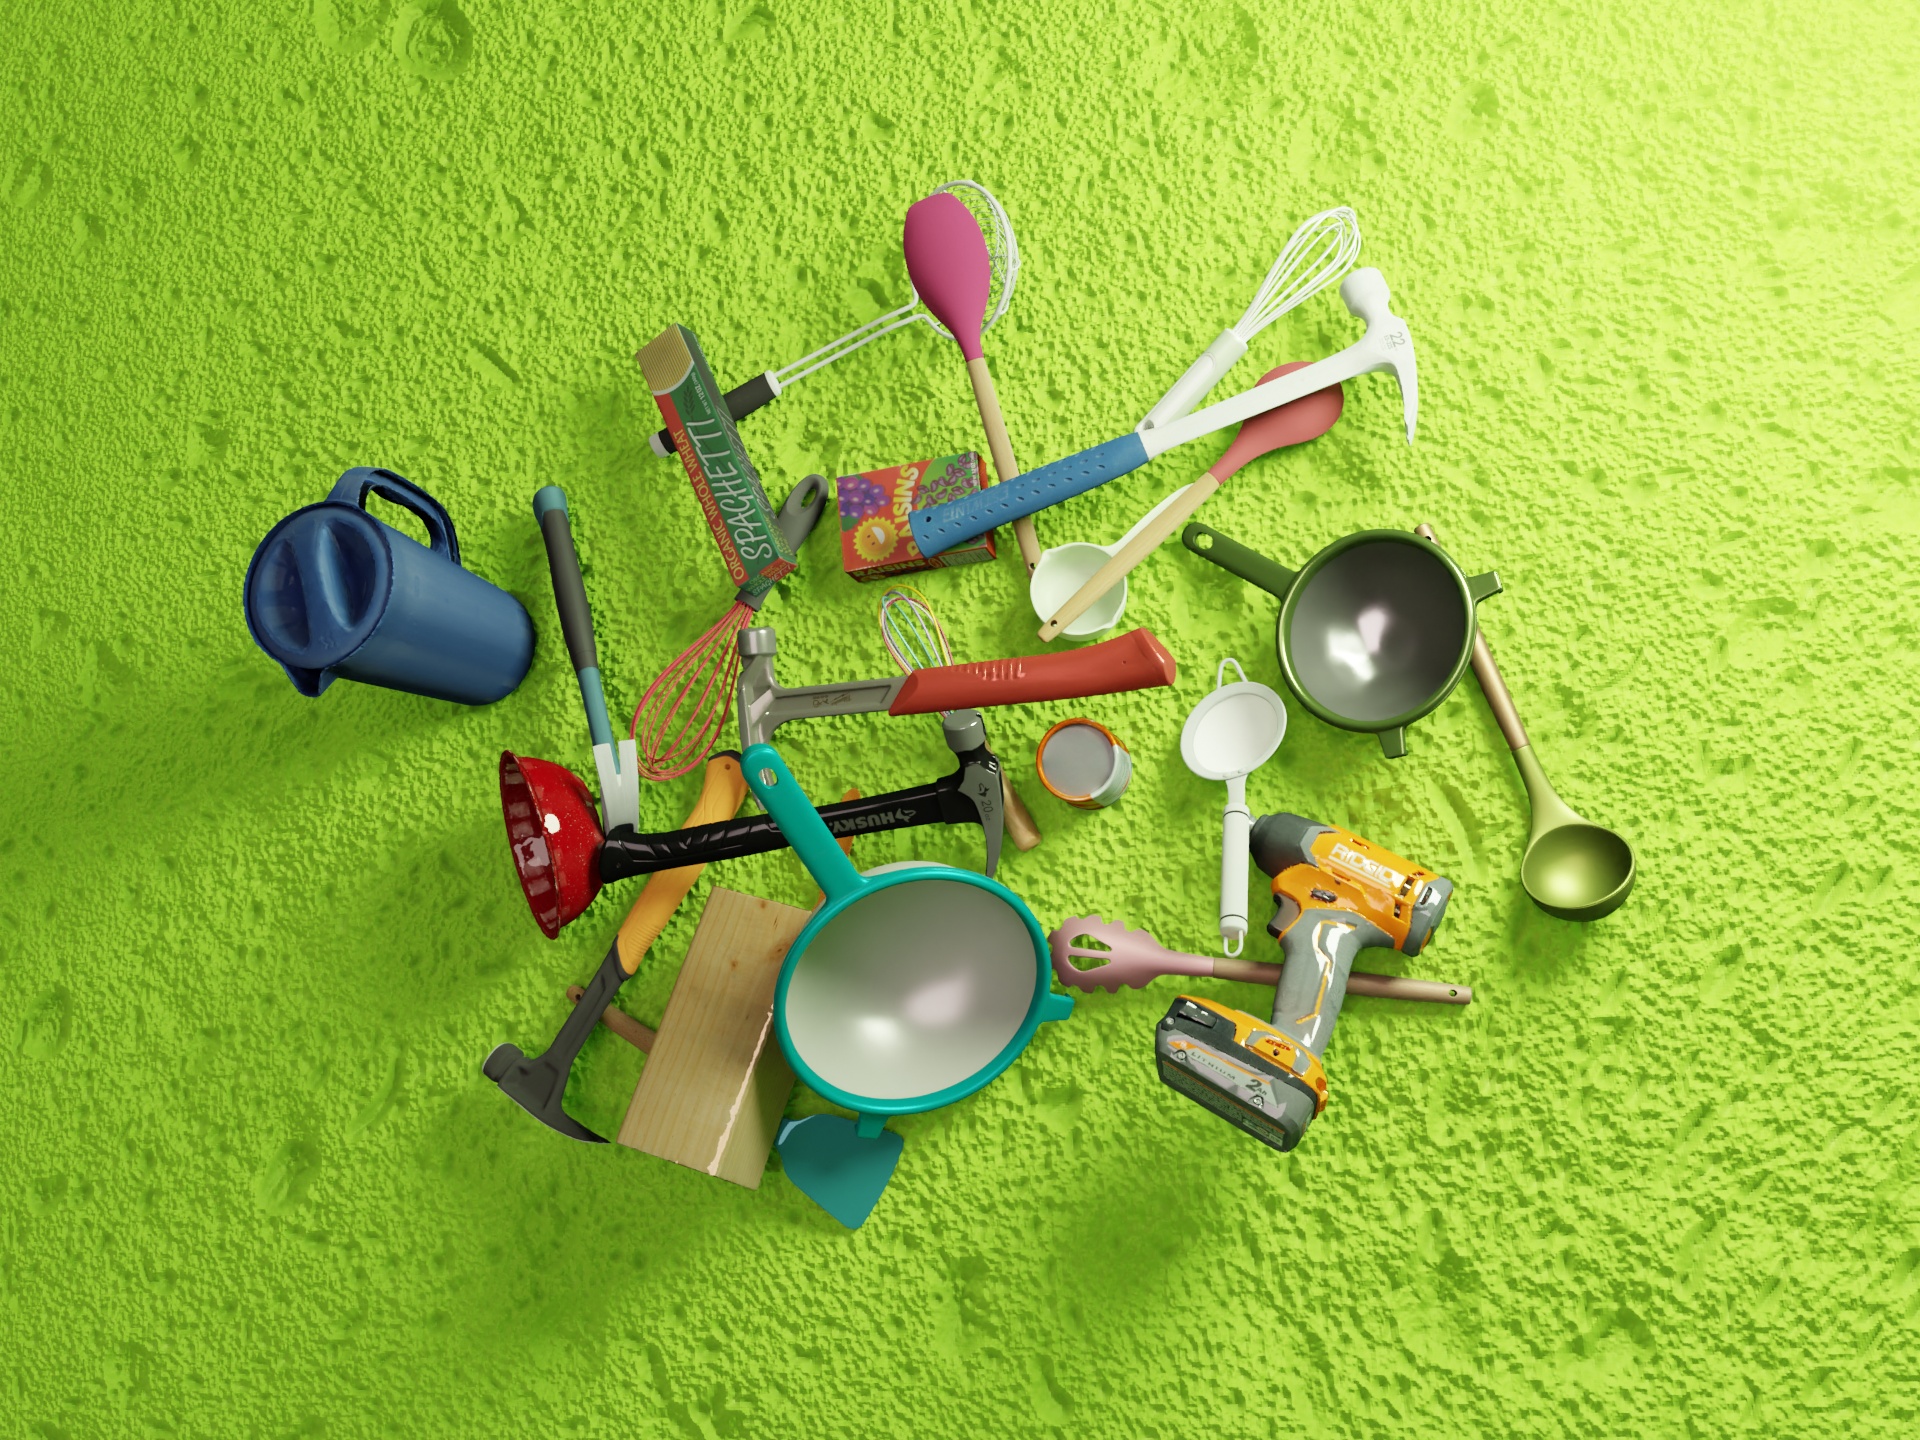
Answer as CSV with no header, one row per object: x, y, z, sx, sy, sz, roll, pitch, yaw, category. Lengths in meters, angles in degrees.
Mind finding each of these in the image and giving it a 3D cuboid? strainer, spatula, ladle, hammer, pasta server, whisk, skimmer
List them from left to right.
-0.319,-0.050,1.351,0.033,0.128,0.331,-10,67,-20,hammer
-0.259,0.177,1.306,0.127,0.034,0.337,28,84,26,hammer
-0.197,0.296,1.291,0.318,0.044,0.082,27,88,23,spatula
-0.189,-0.080,1.336,0.073,0.073,0.296,26,82,18,whisk
-0.127,0.089,1.248,0.335,0.035,0.146,-11,116,10,hammer
-0.115,-0.321,1.335,0.363,0.090,0.127,-26,79,10,skimmer
-0.073,0.138,1.178,0.211,0.095,0.340,-32,116,-2,strainer
-0.010,-0.016,1.239,0.359,0.036,0.149,-5,92,21,hammer
-0.001,-0.005,1.277,0.047,0.051,0.245,-31,77,3,whisk
0.153,-0.211,1.226,0.405,0.035,0.144,-21,65,10,hammer
0.177,-0.171,1.238,0.315,0.031,0.069,-43,72,-3,ladle
0.202,0.064,1.166,0.087,0.050,0.259,-17,43,28,strainer
0.224,-0.309,1.263,0.246,0.059,0.058,-47,60,9,whisk
0.217,0.188,1.193,0.316,0.040,0.060,5,82,12,pasta server
0.280,-0.087,1.209,0.257,0.069,0.151,35,103,35,strainer
0.398,-0.006,1.159,0.078,0.062,0.320,-23,73,13,ladle

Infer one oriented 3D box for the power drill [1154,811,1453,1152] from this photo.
0.228,0.171,1.136,0.164,0.084,0.226,28,67,23,power drill

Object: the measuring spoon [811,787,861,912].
-0.100,0.112,1.302,0.021,0.011,0.117,11,80,19,measuring spoon

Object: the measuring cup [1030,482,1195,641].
0.129,-0.129,1.267,0.167,0.038,0.083,-40,75,-4,measuring cup

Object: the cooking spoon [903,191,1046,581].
0.019,-0.264,1.277,0.069,0.017,0.319,-15,95,20,cooking spoon
